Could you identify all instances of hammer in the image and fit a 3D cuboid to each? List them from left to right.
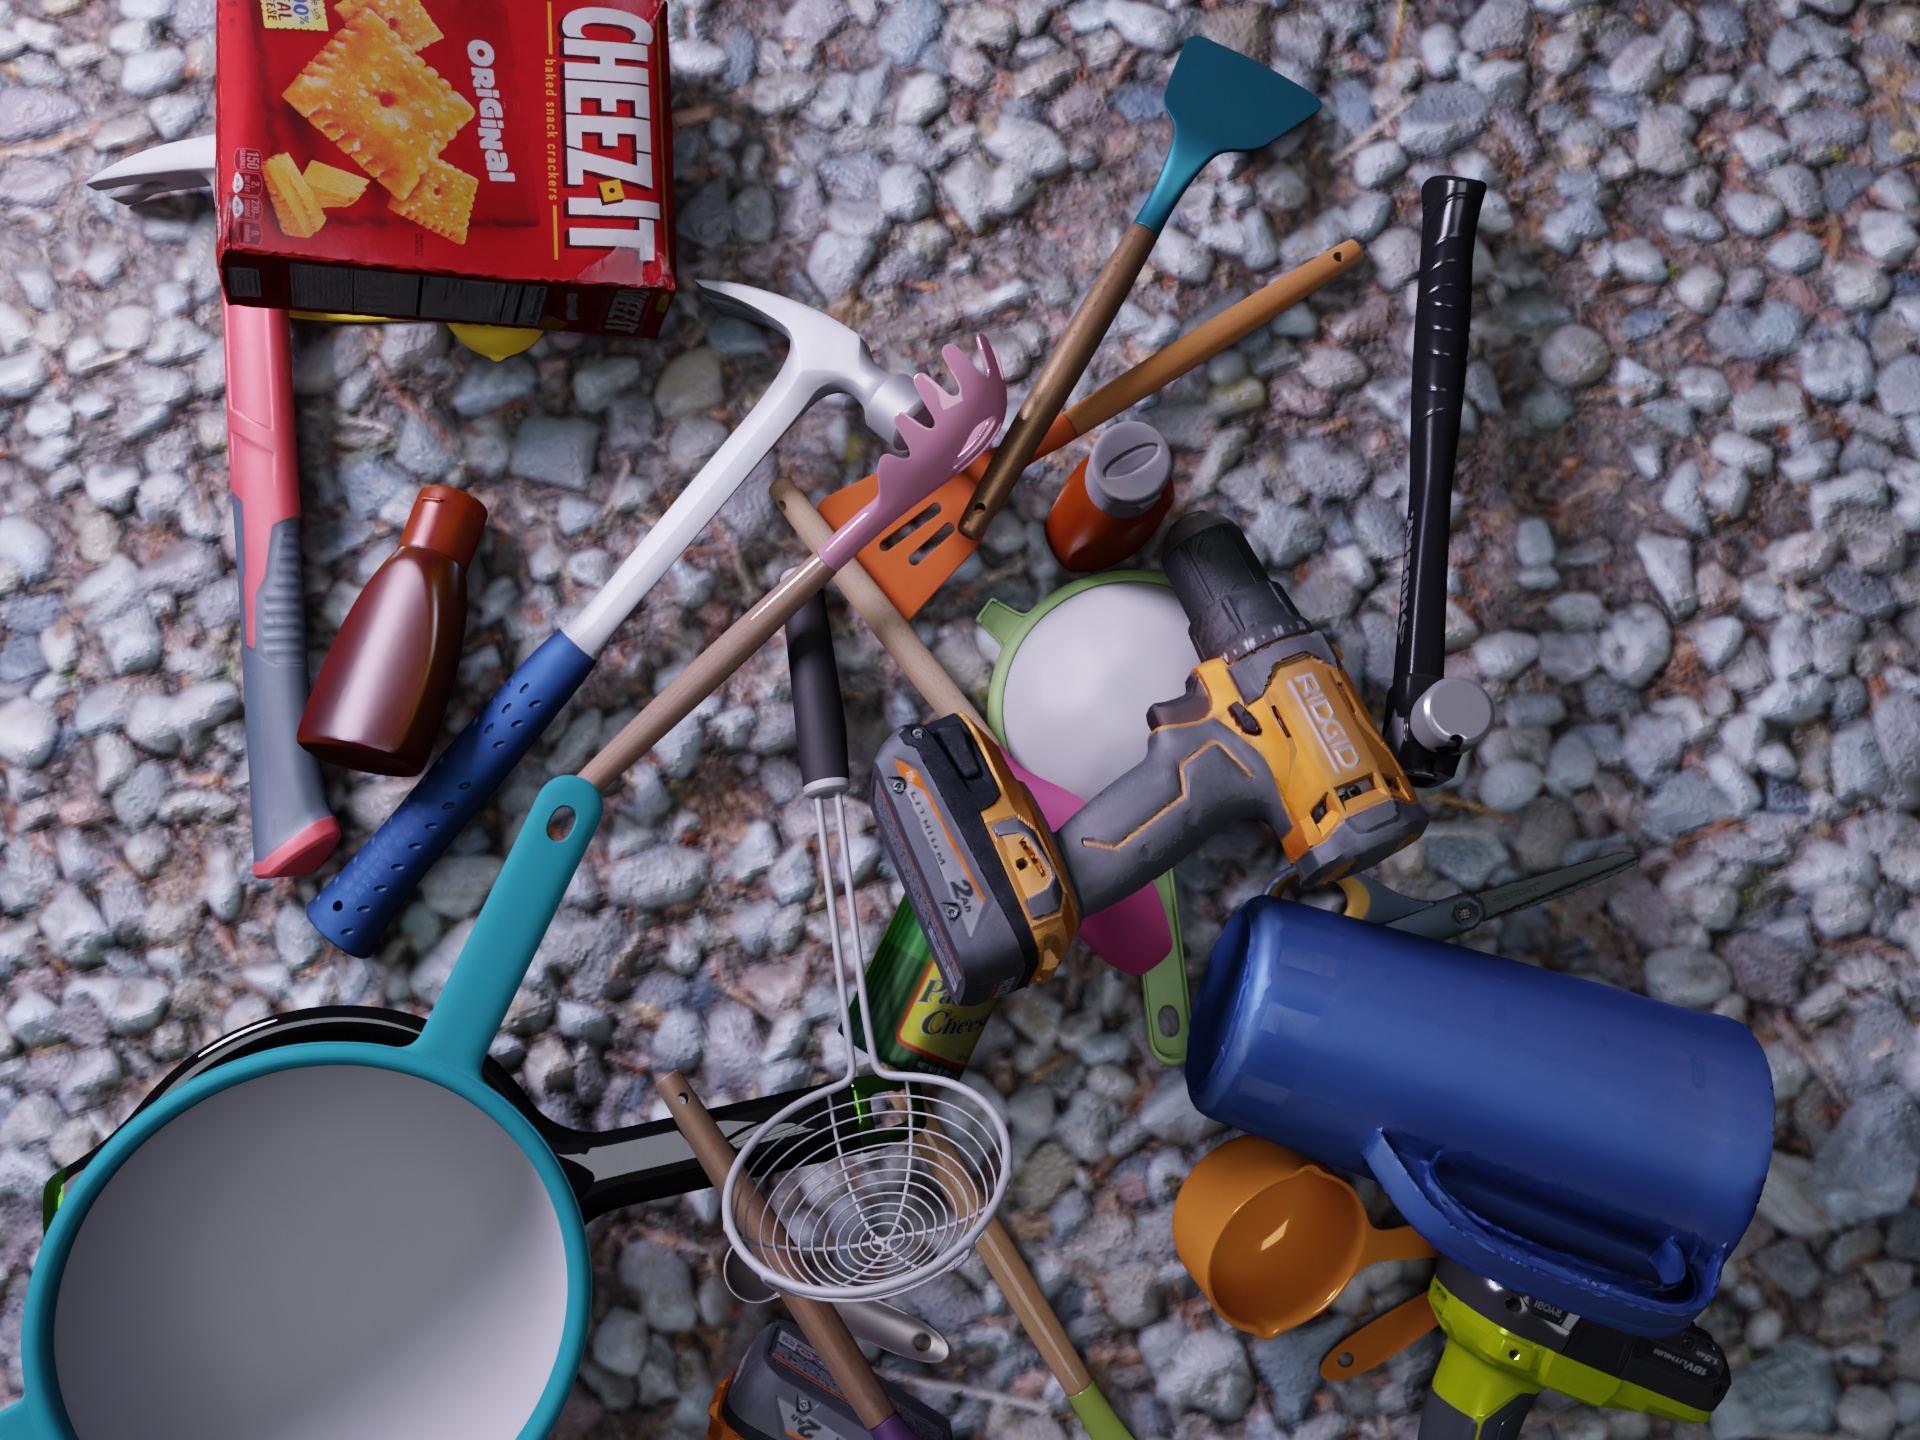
[{"bbox_3d":[-0.375,-0.111,0.827,0.143,0.038,0.386,-5,87,11],"label":"hammer"},{"bbox_3d":[-0.193,-0.051,0.818,0.144,0.035,0.405,40,88,15],"label":"hammer"},{"bbox_3d":[0.236,-0.126,0.800,0.035,0.146,0.335,8,73,1],"label":"hammer"}]

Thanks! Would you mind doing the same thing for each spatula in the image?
[{"bbox_3d":[-0.052,0.296,0.722,0.060,0.018,0.316,-29,80,-26],"label":"spatula"},{"bbox_3d":[0.076,-0.166,0.841,0.322,0.041,0.081,-32,84,-7],"label":"spatula"},{"bbox_3d":[0.083,-0.226,0.825,0.082,0.044,0.317,30,83,5],"label":"spatula"}]

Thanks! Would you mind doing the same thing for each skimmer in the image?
[{"bbox_3d":[-0.059,0.079,0.737,0.127,0.090,0.364,-10,68,3],"label":"skimmer"}]

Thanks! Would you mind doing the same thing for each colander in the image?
[{"bbox_3d":[-0.216,0.224,0.780,0.397,0.094,0.204,-9,86,-13],"label":"colander"}]

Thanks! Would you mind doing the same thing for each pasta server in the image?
[{"bbox_3d":[-0.091,-0.067,0.793,0.316,0.060,0.040,-42,75,9],"label":"pasta server"}]

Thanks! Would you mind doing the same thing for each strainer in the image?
[{"bbox_3d":[-0.240,0.181,0.683,0.211,0.095,0.340,26,77,-12],"label":"strainer"},{"bbox_3d":[0.095,0.045,0.796,0.151,0.069,0.256,-6,83,0],"label":"strainer"}]

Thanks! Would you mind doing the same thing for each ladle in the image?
[{"bbox_3d":[0.045,0.307,0.781,0.078,0.062,0.320,-32,83,-2],"label":"ladle"}]

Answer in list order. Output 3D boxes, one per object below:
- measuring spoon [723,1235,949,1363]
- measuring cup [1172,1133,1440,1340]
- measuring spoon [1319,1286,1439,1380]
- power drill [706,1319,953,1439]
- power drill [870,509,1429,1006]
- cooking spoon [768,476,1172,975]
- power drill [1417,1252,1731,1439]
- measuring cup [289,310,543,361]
[{"bbox_3d":[-0.063,0.295,0.805,0.124,0.018,0.034,26,71,-4],"label":"measuring spoon"},{"bbox_3d":[0.185,0.247,0.791,0.173,0.052,0.095,3,106,-24],"label":"measuring cup"},{"bbox_3d":[0.231,0.298,0.803,0.117,0.011,0.021,-33,94,1],"label":"measuring spoon"},{"bbox_3d":[-0.092,0.427,0.760,0.164,0.084,0.226,32,89,1],"label":"power drill"},{"bbox_3d":[0.073,0.011,0.720,0.226,0.084,0.185,-20,71,-12],"label":"power drill"},{"bbox_3d":[-0.001,-0.003,0.809,0.017,0.068,0.319,-27,74,-42],"label":"cooking spoon"},{"bbox_3d":[0.264,0.370,0.760,0.171,0.080,0.223,24,91,-5],"label":"power drill"},{"bbox_3d":[-0.298,-0.226,0.845,0.156,0.029,0.062,2,85,0],"label":"measuring cup"}]
